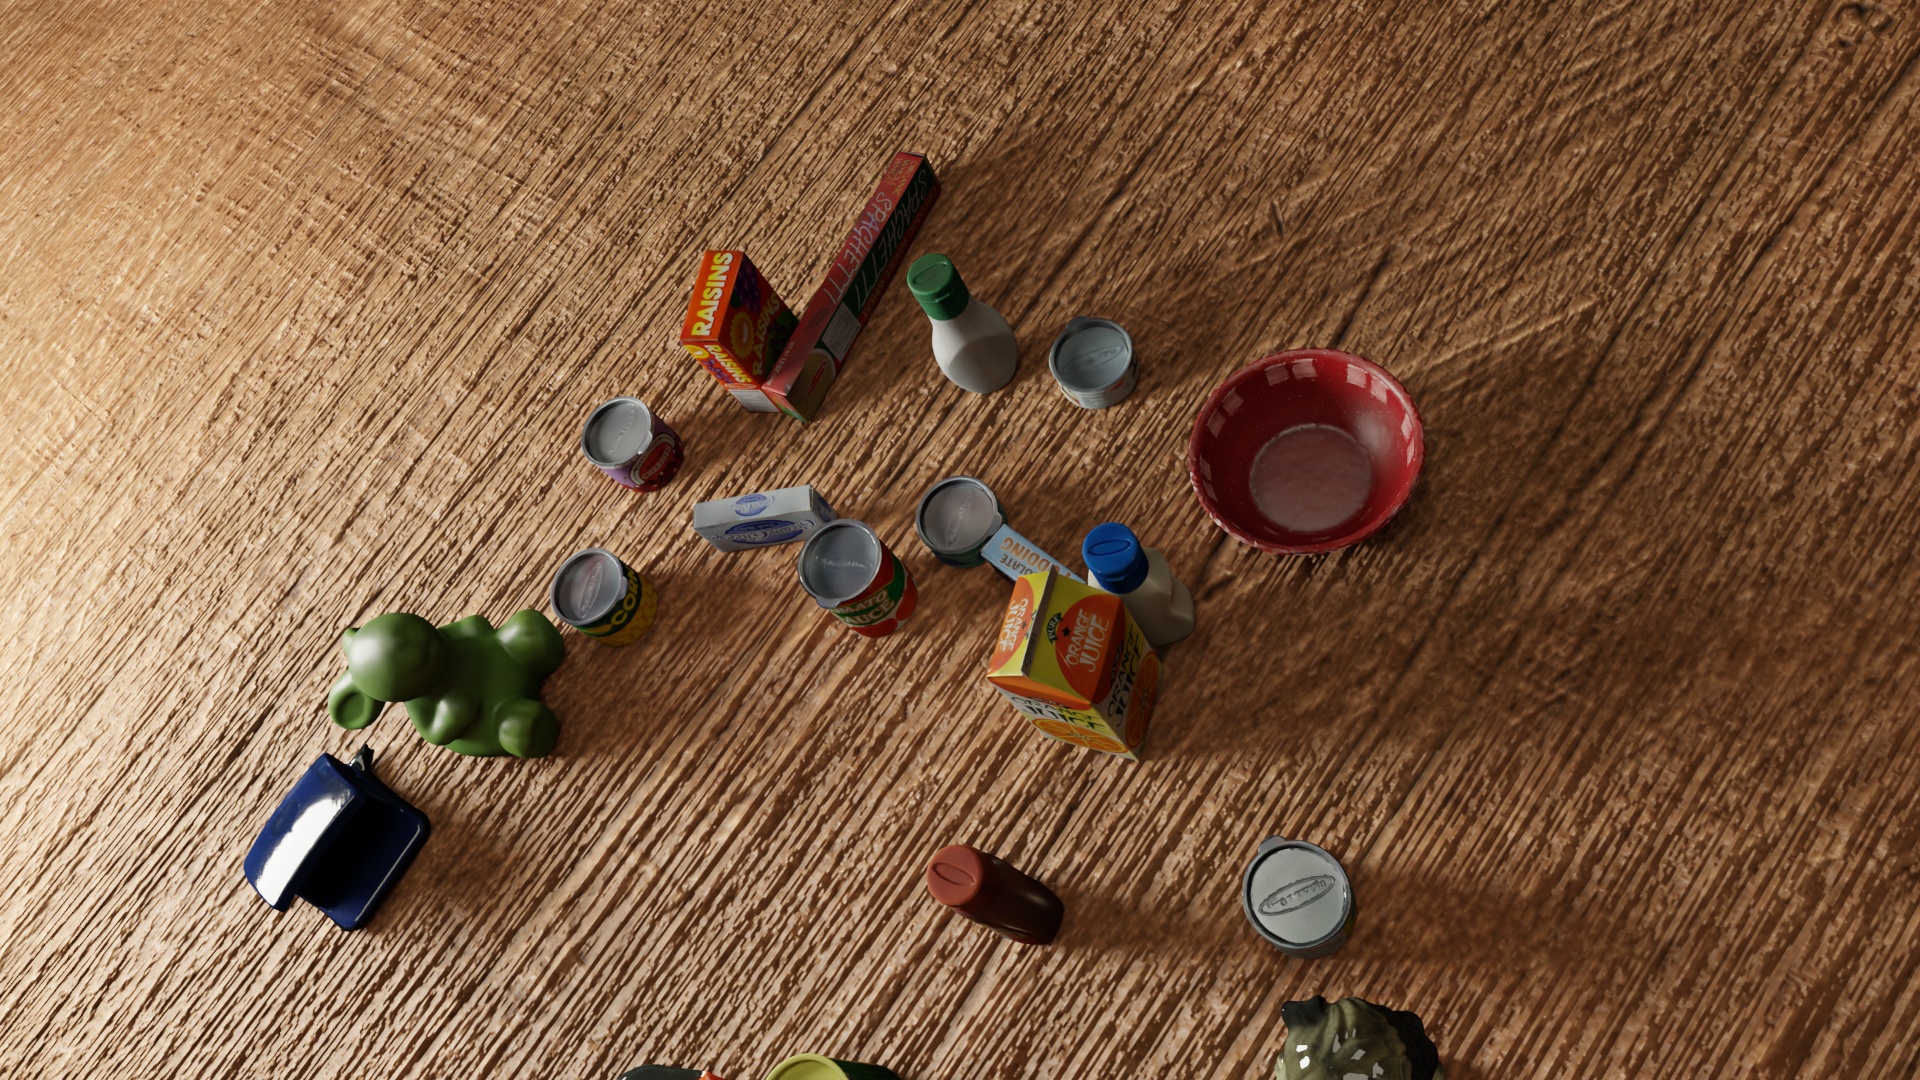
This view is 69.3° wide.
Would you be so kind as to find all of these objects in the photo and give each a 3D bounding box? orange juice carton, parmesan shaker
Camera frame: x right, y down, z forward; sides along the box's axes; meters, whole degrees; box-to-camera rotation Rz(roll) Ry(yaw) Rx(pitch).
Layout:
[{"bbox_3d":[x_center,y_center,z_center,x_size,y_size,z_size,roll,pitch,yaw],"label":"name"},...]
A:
[{"bbox_3d":[0.074,0.081,0.910,0.073,0.192,0.072,11,72,23],"label":"orange juice carton"},{"bbox_3d":[-0.081,0.368,0.887,0.071,0.103,0.071,-7,65,16],"label":"parmesan shaker"}]

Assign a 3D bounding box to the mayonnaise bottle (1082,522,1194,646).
[{"bbox_3d":[0.117,0.032,0.942,0.065,0.147,0.041,-11,64,15],"label":"mayonnaise bottle"}]

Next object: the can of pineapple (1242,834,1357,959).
[{"bbox_3d":[0.214,0.225,0.874,0.071,0.057,0.071,-7,65,16],"label":"can of pineapple"}]

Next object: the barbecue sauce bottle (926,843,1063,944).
[{"bbox_3d":[0.019,0.226,0.890,0.065,0.148,0.044,16,74,25],"label":"barbecue sauce bottle"}]

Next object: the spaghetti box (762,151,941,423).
[{"bbox_3d":[-0.089,-0.218,1.182,0.029,0.050,0.250,21,75,26],"label":"spaghetti box"}]

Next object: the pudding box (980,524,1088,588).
[{"bbox_3d":[0.058,0.028,1.021,0.084,0.049,0.030,36,83,29],"label":"pudding box"}]

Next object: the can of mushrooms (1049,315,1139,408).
[{"bbox_3d":[0.105,-0.140,1.089,0.071,0.033,0.071,-7,65,16],"label":"can of mushrooms"}]

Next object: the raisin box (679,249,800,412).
[{"bbox_3d":[-0.178,-0.171,1.150,0.040,0.123,0.086,5,69,21],"label":"raisin box"}]

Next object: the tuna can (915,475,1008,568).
[{"bbox_3d":[0.004,-0.013,1.068,0.071,0.032,0.071,-7,65,16],"label":"tuna can"}]

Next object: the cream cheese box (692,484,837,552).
[{"bbox_3d":[-0.156,-0.017,1.113,0.104,0.053,0.024,-9,65,16],"label":"cream cheese box"}]

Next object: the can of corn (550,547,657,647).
[{"bbox_3d":[-0.286,0.047,1.127,0.071,0.058,0.071,-7,65,16],"label":"can of corn"}]

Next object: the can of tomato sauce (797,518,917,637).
[{"bbox_3d":[-0.076,0.032,1.047,0.071,0.083,0.071,-7,65,16],"label":"can of tomato sauce"}]

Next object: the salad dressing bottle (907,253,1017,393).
[{"bbox_3d":[0.001,-0.166,1.071,0.064,0.147,0.044,-28,61,6],"label":"salad dressing bottle"}]

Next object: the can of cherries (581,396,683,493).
[{"bbox_3d":[-0.276,-0.079,1.180,0.071,0.058,0.072,-7,65,16],"label":"can of cherries"}]
